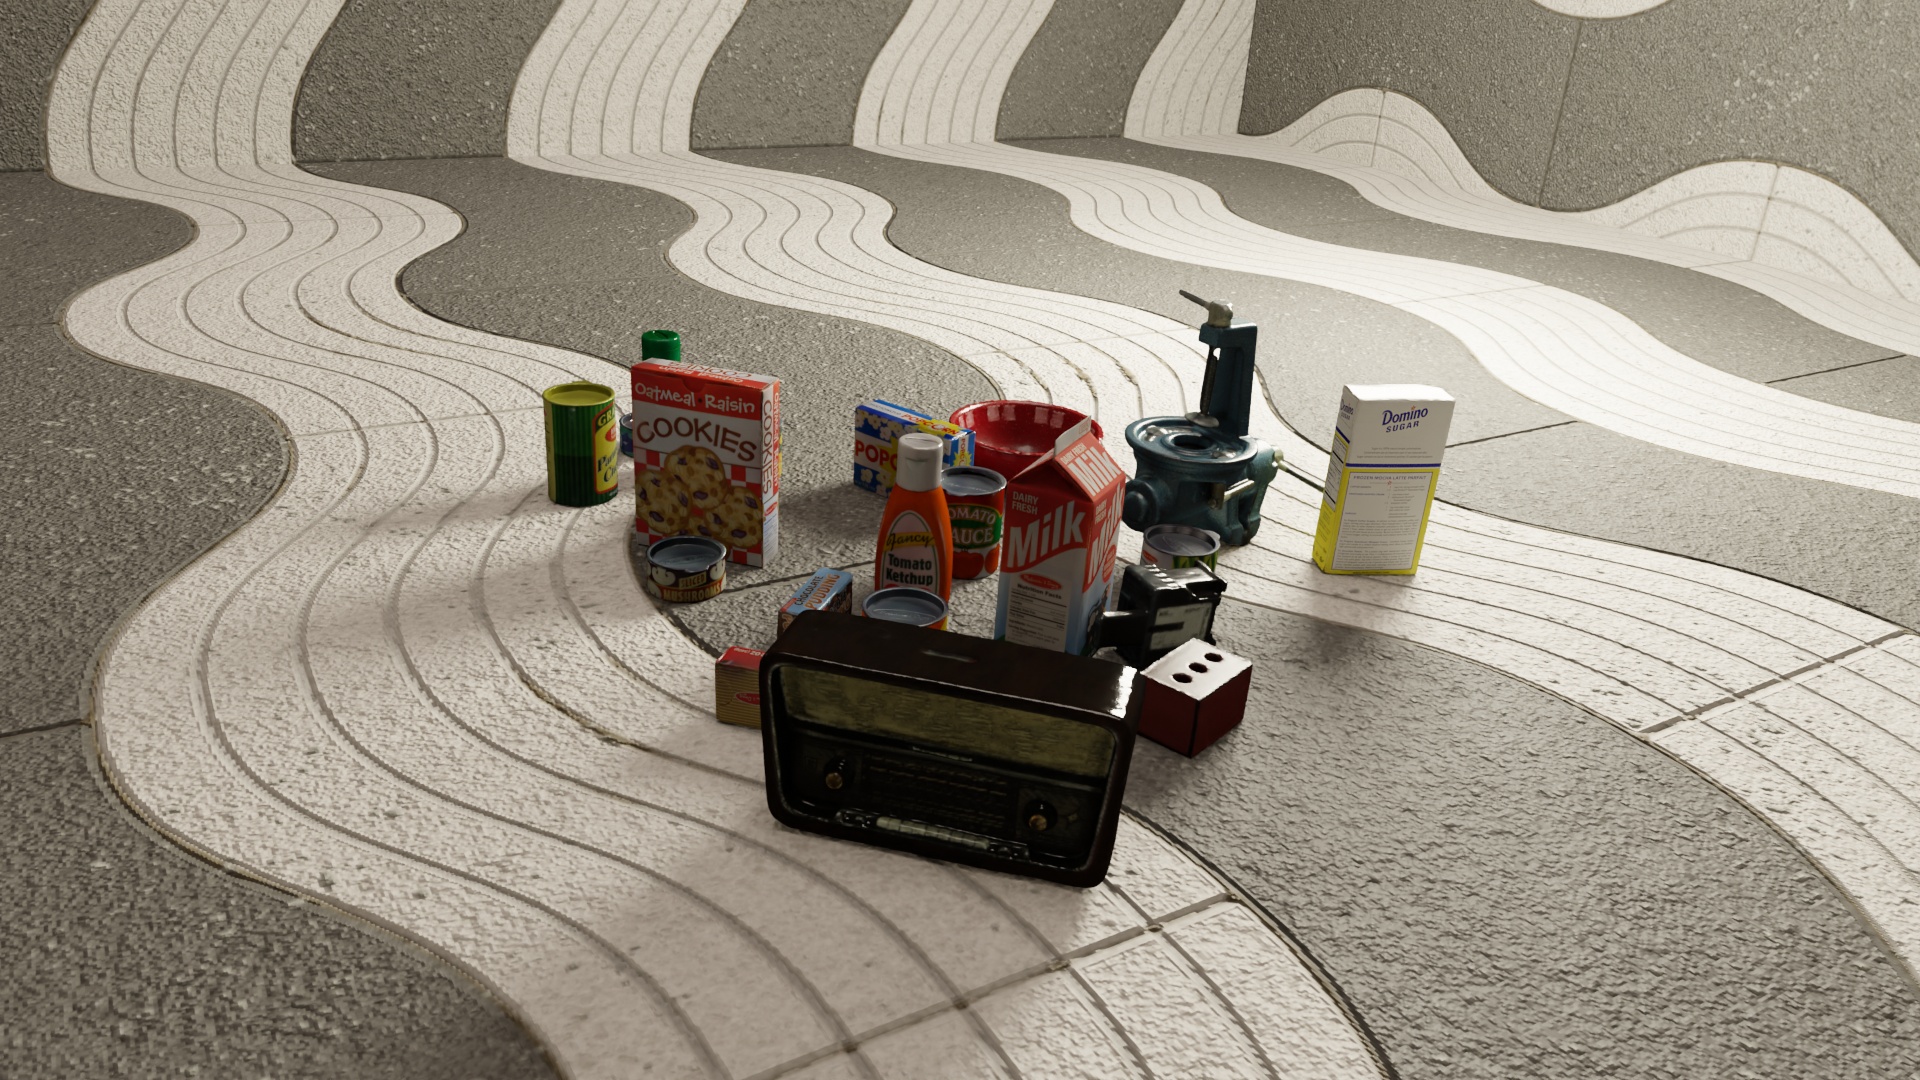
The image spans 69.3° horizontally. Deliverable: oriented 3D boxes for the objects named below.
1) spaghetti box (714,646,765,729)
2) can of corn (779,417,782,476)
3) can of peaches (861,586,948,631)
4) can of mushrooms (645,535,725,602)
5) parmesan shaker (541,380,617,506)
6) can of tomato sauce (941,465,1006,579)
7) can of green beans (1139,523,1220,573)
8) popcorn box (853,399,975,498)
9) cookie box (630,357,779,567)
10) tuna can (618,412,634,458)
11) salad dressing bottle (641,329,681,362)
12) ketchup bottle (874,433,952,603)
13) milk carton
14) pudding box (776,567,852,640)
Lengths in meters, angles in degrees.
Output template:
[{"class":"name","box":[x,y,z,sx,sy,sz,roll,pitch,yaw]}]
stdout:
[{"class":"spaghetti box","box":[-0.049,0.121,0.967,0.250,0.050,0.029,9,25,11]},{"class":"can of corn","box":[-0.212,-0.092,1.395,0.071,0.058,0.071,3,25,-1]},{"class":"can of peaches","box":[-0.044,0.076,1.057,0.071,0.057,0.071,3,25,-1]},{"class":"can of mushrooms","box":[-0.230,0.025,1.169,0.071,0.033,0.071,3,25,-1]},{"class":"parmesan shaker","box":[-0.360,-0.092,1.319,0.071,0.102,0.071,3,24,-1]},{"class":"can of tomato sauce","box":[0.004,-0.015,1.232,0.071,0.082,0.071,3,25,-1]},{"class":"can of green beans","box":[0.188,0.025,1.203,0.071,0.057,0.071,3,25,-1]},{"class":"popcorn box","box":[-0.048,-0.081,1.363,0.127,0.084,0.038,22,30,33]},{"class":"cookie box","box":[-0.222,-0.068,1.211,0.123,0.166,0.040,10,25,13]},{"class":"tuna can","box":[-0.320,-0.110,1.447,0.071,0.032,0.071,3,25,-1]},{"class":"salad dressing bottle","box":[-0.292,-0.131,1.361,0.044,0.147,0.064,-12,29,-31]},{"class":"ketchup bottle","box":[-0.037,-0.014,1.144,0.065,0.148,0.044,8,25,8]},{"class":"milk carton","box":[0.078,0.001,1.081,0.073,0.189,0.073,15,27,22]},{"class":"pudding box","box":[-0.114,0.060,1.090,0.030,0.049,0.084,11,26,16]}]
